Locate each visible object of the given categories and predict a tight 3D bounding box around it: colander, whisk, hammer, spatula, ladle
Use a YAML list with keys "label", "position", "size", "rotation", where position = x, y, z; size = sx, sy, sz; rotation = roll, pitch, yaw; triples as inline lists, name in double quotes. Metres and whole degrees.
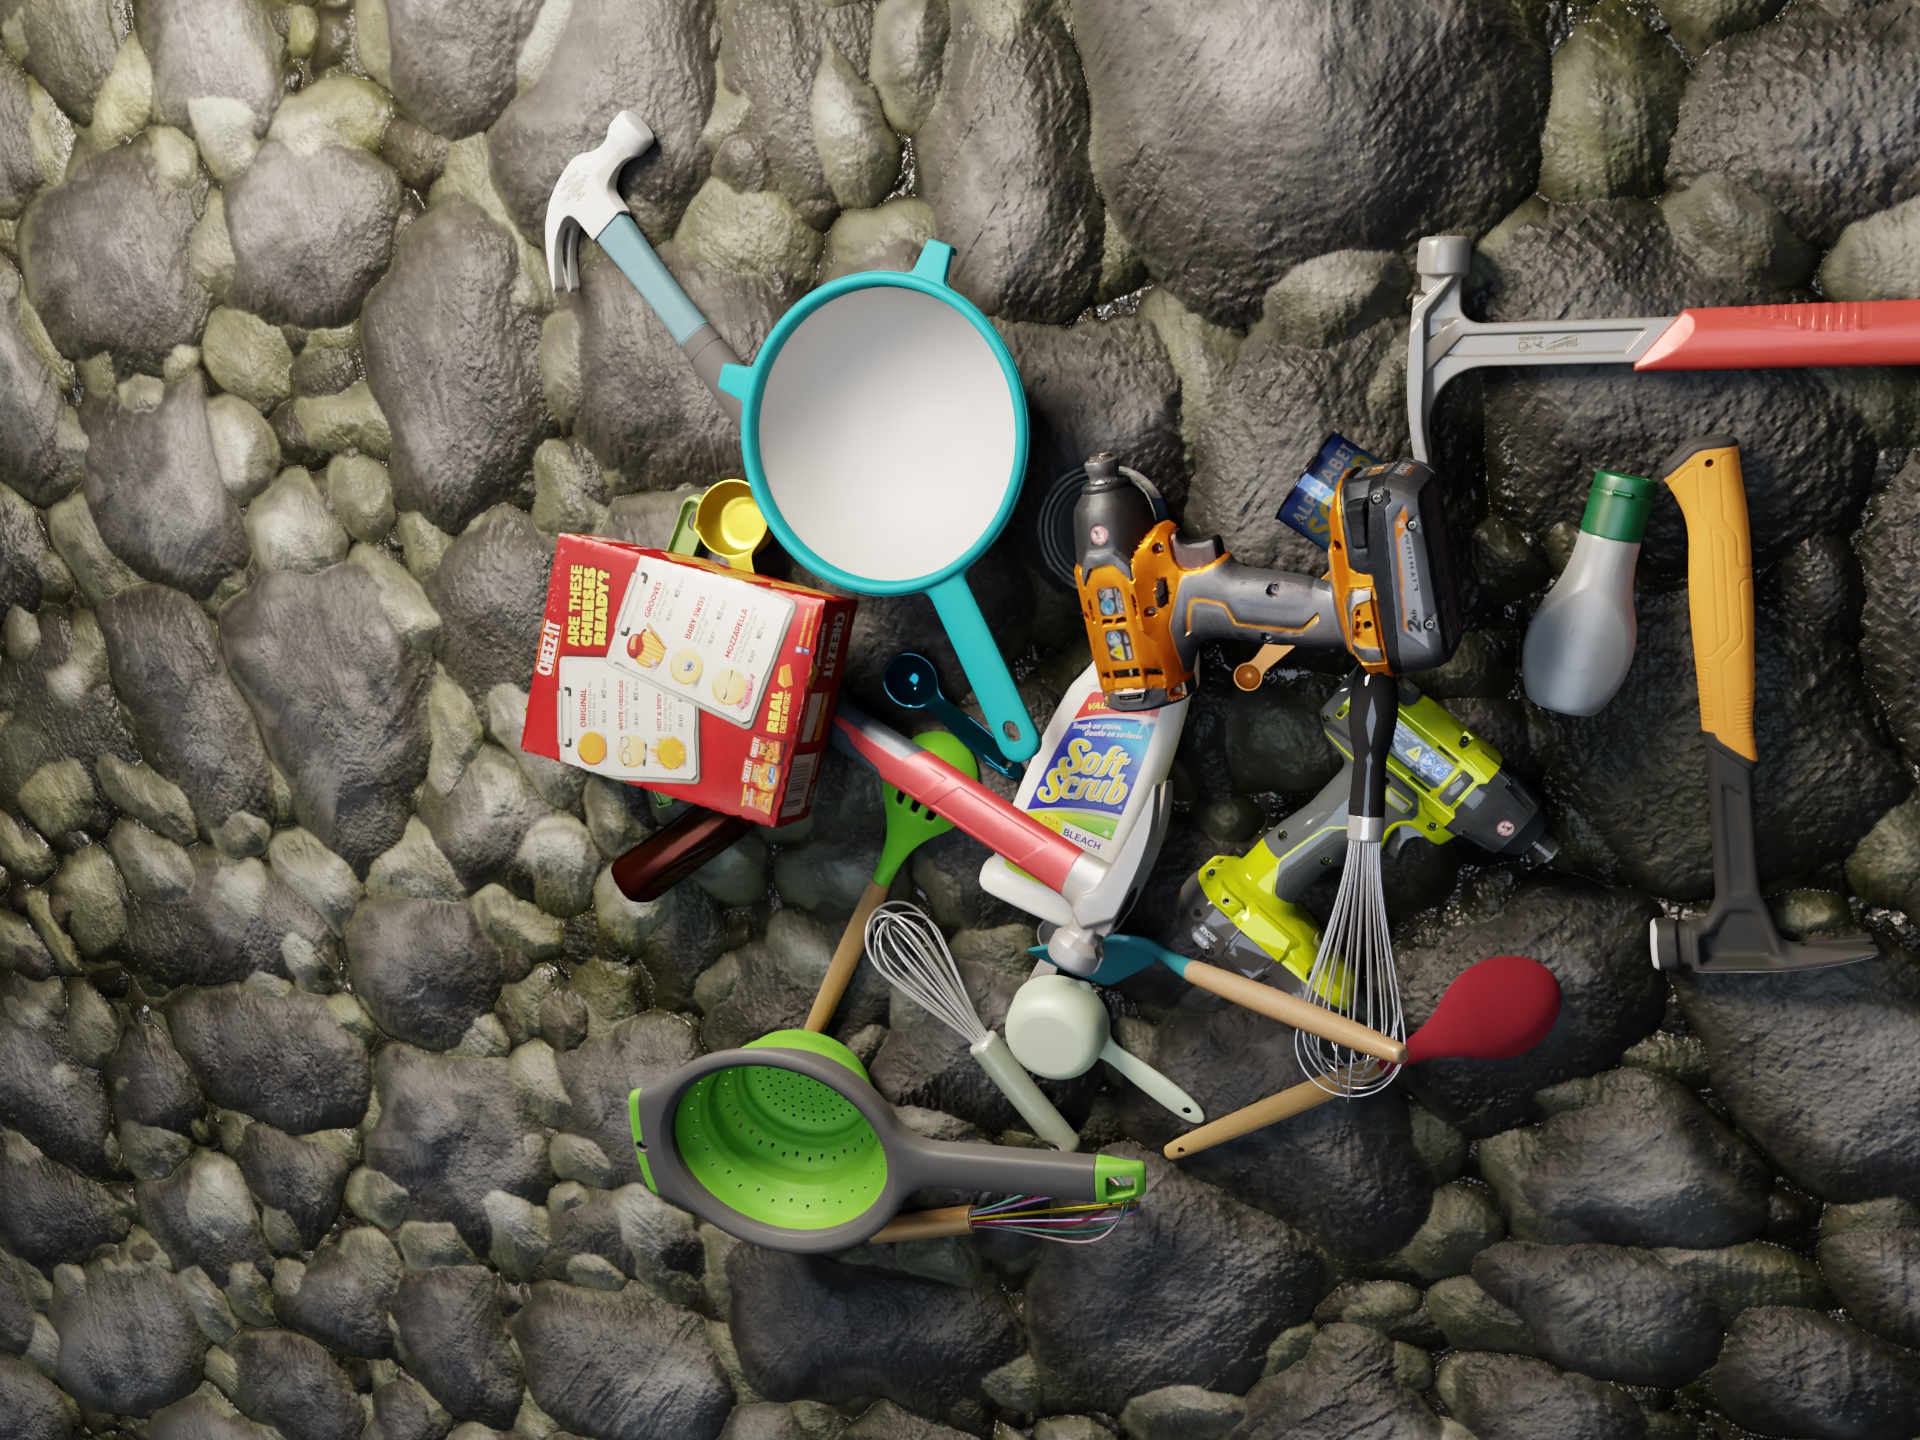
- label: "colander"
  position: [-0.052, 0.314, 1.233]
  size: [0.397, 0.094, 0.204]
  rotation: [2, 118, 12]
- label: "whisk"
  position: [0.252, 0.099, 0.997]
  size: [0.070, 0.070, 0.284]
  rotation: [4, 94, 20]
- label: "whisk"
  position: [0.012, 0.238, 1.209]
  size: [0.246, 0.059, 0.058]
  rotation: [52, 148, -6]
- label: "hammer"
  position: [-0.183, -0.269, 1.156]
  size: [0.128, 0.033, 0.331]
  rotation: [-37, 89, 25]
- label: "spatula"
  position: [0.166, 0.182, 1.040]
  size: [0.318, 0.082, 0.044]
  rotation: [13, 77, 58]
- label: "ladle"
  position: [0.275, 0.251, 1.125]
  size: [0.315, 0.031, 0.069]
  rotation: [-32, 92, 27]
- label: "whisk"
  position: [0.028, 0.388, 1.250]
  size: [0.245, 0.047, 0.051]
  rotation: [-16, 99, 27]
- label: "hammer"
  position: [0.477, -0.007, 0.970]
  size: [0.127, 0.034, 0.336]
  rotation: [-5, 102, 23]
- label: "hammer"
  position: [0.446, -0.213, 0.925]
  size: [0.359, 0.037, 0.149]
  rotation: [3, 106, 21]
- label: "hammer"
  position: [-0.033, 0.018, 1.129]
  size: [0.386, 0.038, 0.143]
  rotation: [32, 107, 25]

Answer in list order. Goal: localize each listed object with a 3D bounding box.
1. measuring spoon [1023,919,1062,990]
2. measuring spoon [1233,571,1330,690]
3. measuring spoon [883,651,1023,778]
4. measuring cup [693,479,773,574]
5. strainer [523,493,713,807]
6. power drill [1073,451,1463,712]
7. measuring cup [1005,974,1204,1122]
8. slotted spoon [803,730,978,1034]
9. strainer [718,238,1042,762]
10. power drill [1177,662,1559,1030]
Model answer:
- label: "measuring spoon"
  position: [0.062, 0.194, 1.200]
  size: [0.034, 0.018, 0.124]
  rotation: [23, 118, 8]
- label: "measuring spoon"
  position: [0.227, -0.064, 1.067]
  size: [0.021, 0.011, 0.117]
  rotation: [44, 111, 6]
- label: "measuring spoon"
  position: [-0.002, -0.004, 1.171]
  size: [0.128, 0.021, 0.042]
  rotation: [41, 114, -4]
- label: "measuring cup"
  position: [-0.153, -0.099, 1.172]
  size: [0.062, 0.029, 0.156]
  rotation: [-13, 89, 14]
- label: "strainer"
  position: [-0.254, -0.056, 1.221]
  size: [0.151, 0.069, 0.256]
  rotation: [32, 115, 11]
- label: "power drill"
  position: [0.176, -0.096, 0.969]
  size: [0.226, 0.084, 0.164]
  rotation: [-6, 108, 29]
- label: "measuring cup"
  position: [0.107, 0.256, 1.179]
  size: [0.167, 0.038, 0.083]
  rotation: [35, 121, 4]
- label: "slotted spoon"
  position: [-0.069, 0.146, 1.229]
  size: [0.070, 0.031, 0.313]
  rotation: [29, 114, 9]
- label: "strainer"
  position: [-0.011, -0.136, 1.084]
  size: [0.211, 0.095, 0.340]
  rotation: [-24, 91, 26]
- label: "power drill"
  position: [0.267, 0.092, 1.058]
  size: [0.171, 0.080, 0.223]
  rotation: [41, 111, 8]
